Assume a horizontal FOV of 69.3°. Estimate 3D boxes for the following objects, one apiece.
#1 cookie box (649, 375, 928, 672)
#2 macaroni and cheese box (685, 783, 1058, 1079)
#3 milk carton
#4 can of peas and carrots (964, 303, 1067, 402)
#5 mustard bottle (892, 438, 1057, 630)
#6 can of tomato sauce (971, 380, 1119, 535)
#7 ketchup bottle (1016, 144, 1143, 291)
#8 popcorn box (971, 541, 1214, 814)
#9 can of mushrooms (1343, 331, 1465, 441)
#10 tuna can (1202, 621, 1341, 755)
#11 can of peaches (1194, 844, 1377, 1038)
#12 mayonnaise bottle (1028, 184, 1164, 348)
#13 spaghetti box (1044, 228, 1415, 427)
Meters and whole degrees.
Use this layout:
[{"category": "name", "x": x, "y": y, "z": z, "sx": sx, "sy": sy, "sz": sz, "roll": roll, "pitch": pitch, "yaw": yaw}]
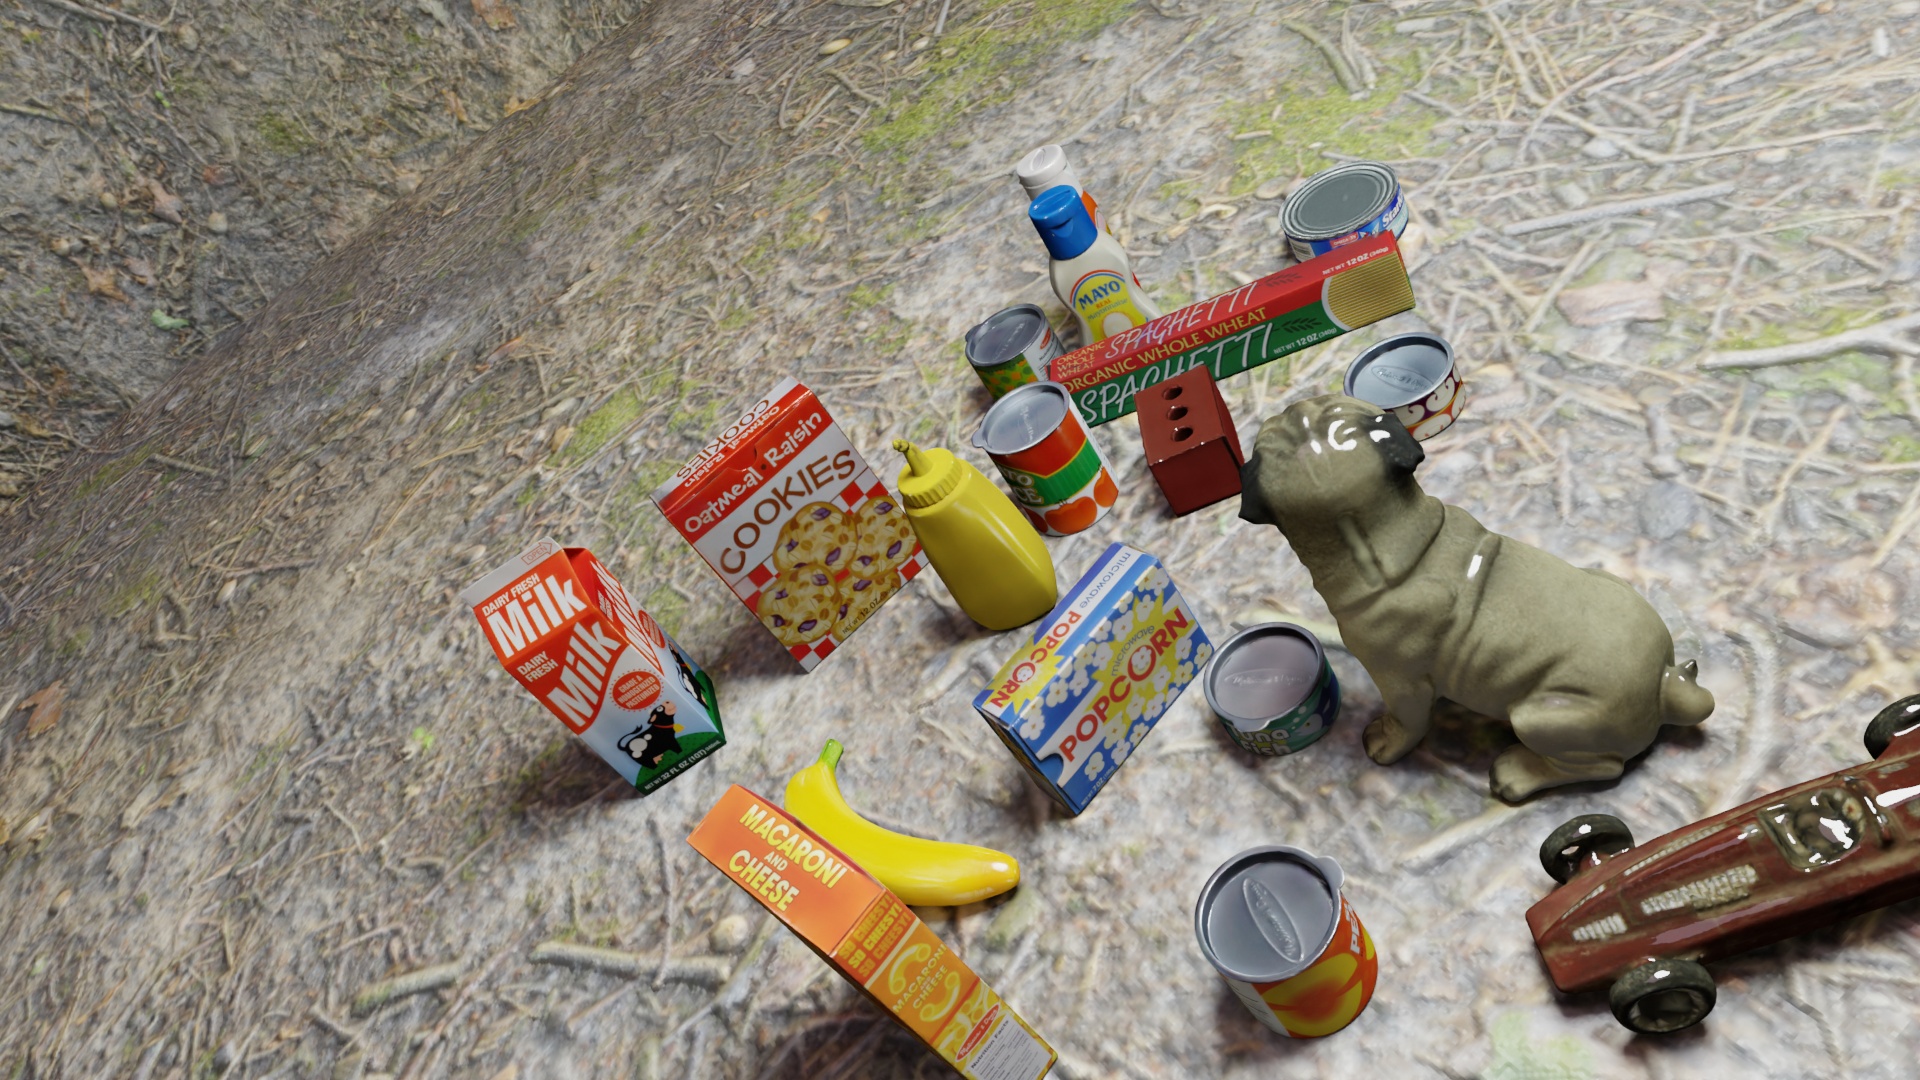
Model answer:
[{"category": "cookie box", "x": -0.108, "y": -0.009, "z": 0.931, "sx": 0.123, "sy": 0.167, "sz": 0.040, "roll": -43, "pitch": 37, "yaw": -9}, {"category": "macaroni and cheese box", "x": -0.041, "y": 0.193, "z": 0.659, "sx": 0.124, "sy": 0.166, "sz": 0.040, "roll": 20, "pitch": 63, "yaw": 48}, {"category": "milk carton", "x": -0.241, "y": 0.077, "z": 0.922, "sx": 0.072, "sy": 0.190, "sz": 0.074, "roll": -34, "pitch": 37, "yaw": 3}, {"category": "can of peas and carrots", "x": 0.044, "y": -0.133, "z": 1.040, "sx": 0.071, "sy": 0.058, "sz": 0.071, "roll": -21, "pitch": 39, "yaw": 19}, {"category": "mustard bottle", "x": 0.003, "y": -0.011, "z": 0.853, "sx": 0.065, "sy": 0.159, "sz": 0.049, "roll": -23, "pitch": 39, "yaw": 17}, {"category": "can of tomato sauce", "x": 0.058, "y": -0.052, "z": 0.920, "sx": 0.071, "sy": 0.083, "sz": 0.071, "roll": -21, "pitch": 39, "yaw": 19}, {"category": "ketchup bottle", "x": 0.089, "y": -0.221, "z": 1.025, "sx": 0.043, "sy": 0.148, "sz": 0.065, "roll": -15, "pitch": 42, "yaw": 26}, {"category": "popcorn box", "x": 0.076, "y": 0.075, "z": 0.766, "sx": 0.127, "sy": 0.085, "sz": 0.038, "roll": -47, "pitch": 38, "yaw": -15}, {"category": "can of mushrooms", "x": 0.267, "y": -0.091, "z": 0.840, "sx": 0.071, "sy": 0.033, "sz": 0.071, "roll": -21, "pitch": 39, "yaw": 18}, {"category": "tuna can", "x": 0.165, "y": 0.080, "z": 0.734, "sx": 0.071, "sy": 0.032, "sz": 0.071, "roll": -21, "pitch": 39, "yaw": 18}, {"category": "can of peaches", "x": 0.148, "y": 0.178, "z": 0.620, "sx": 0.071, "sy": 0.058, "sz": 0.071, "roll": -21, "pitch": 39, "yaw": 19}, {"category": "mayonnaise bottle", "x": 0.095, "y": -0.180, "z": 0.976, "sx": 0.064, "sy": 0.147, "sz": 0.041, "roll": -26, "pitch": 38, "yaw": 14}, {"category": "spaghetti box", "x": 0.180, "y": -0.140, "z": 0.948, "sx": 0.249, "sy": 0.050, "sz": 0.029, "roll": -19, "pitch": 40, "yaw": 20}]
